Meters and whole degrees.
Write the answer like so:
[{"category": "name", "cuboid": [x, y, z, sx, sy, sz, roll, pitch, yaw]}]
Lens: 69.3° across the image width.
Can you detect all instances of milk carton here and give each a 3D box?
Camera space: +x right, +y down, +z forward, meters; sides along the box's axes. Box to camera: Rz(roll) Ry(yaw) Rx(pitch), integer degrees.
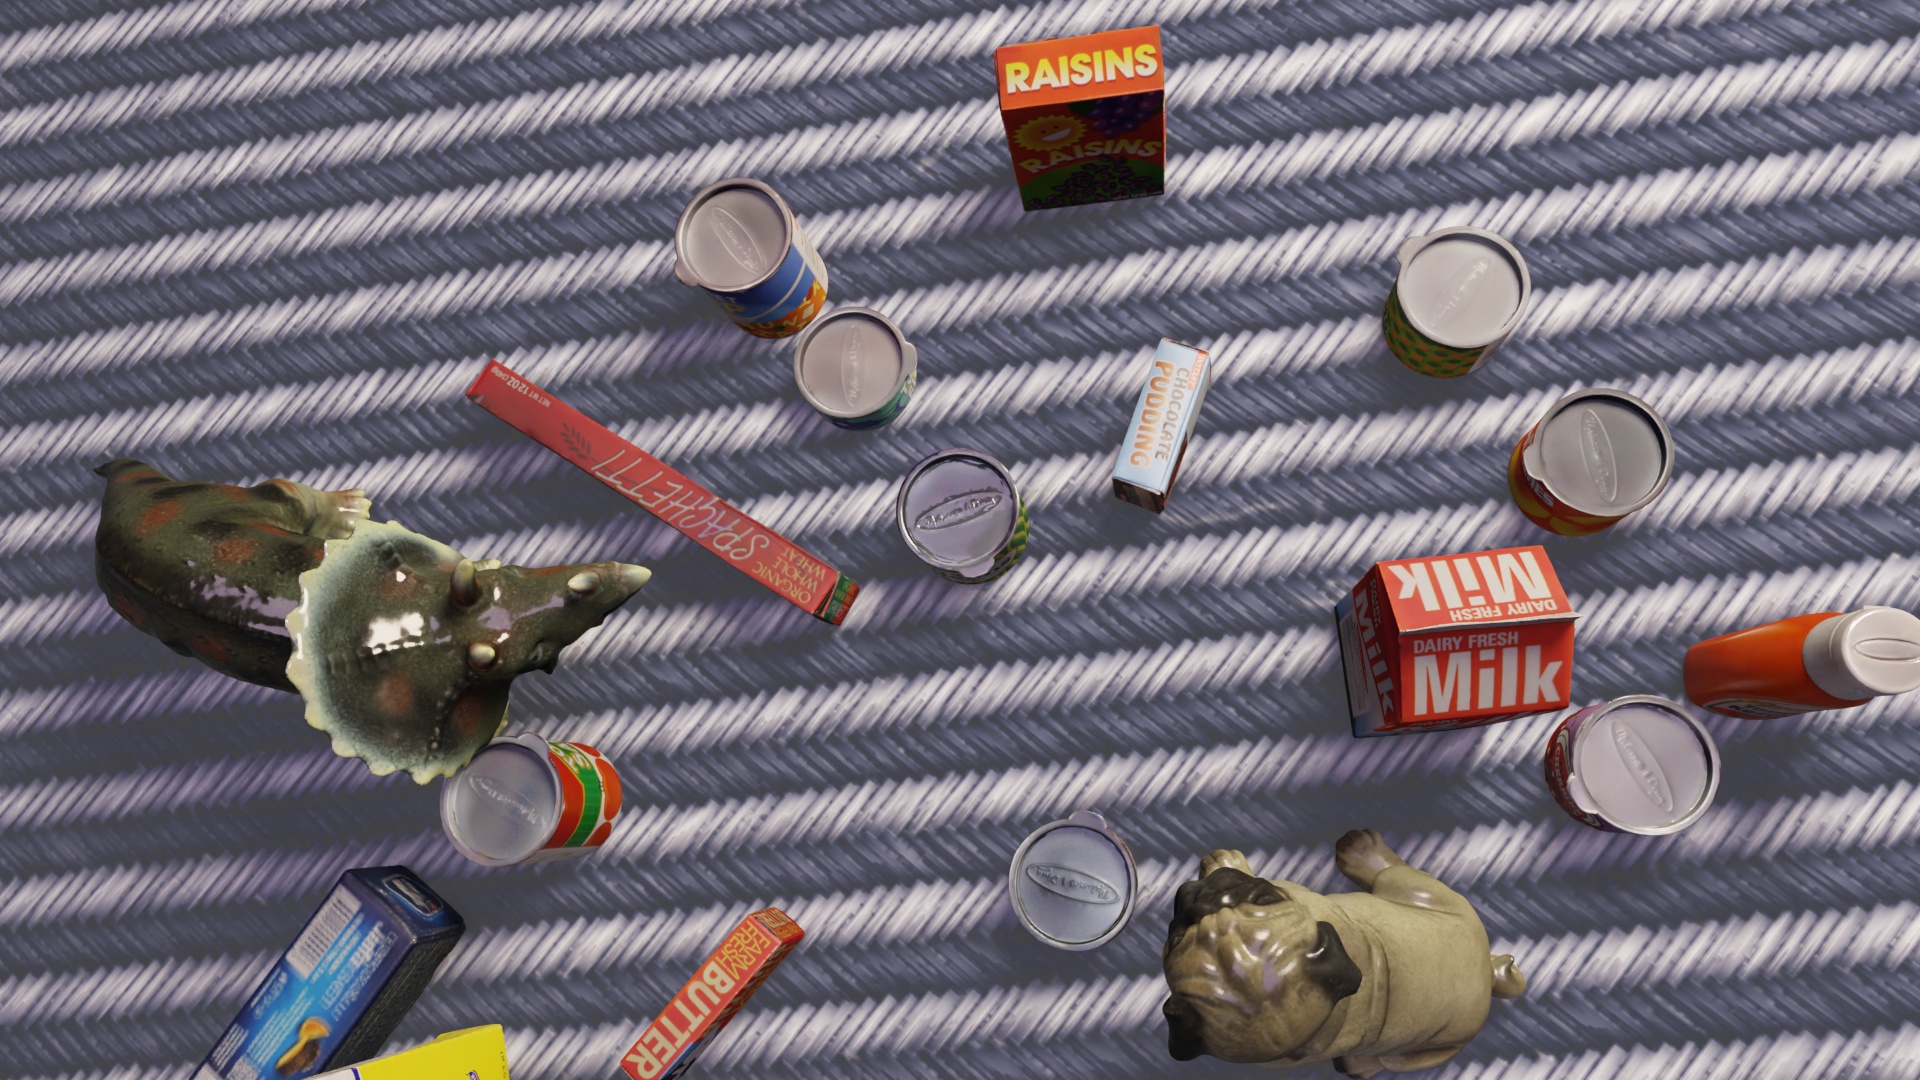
[{"category": "milk carton", "cuboid": [0.225, 0.049, 0.644, 0.072, 0.190, 0.073, -7, 79, 7]}]

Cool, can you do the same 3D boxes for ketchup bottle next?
[{"category": "ketchup bottle", "cuboid": [0.390, 0.057, 0.639, 0.065, 0.148, 0.043, 2, 80, 9]}]

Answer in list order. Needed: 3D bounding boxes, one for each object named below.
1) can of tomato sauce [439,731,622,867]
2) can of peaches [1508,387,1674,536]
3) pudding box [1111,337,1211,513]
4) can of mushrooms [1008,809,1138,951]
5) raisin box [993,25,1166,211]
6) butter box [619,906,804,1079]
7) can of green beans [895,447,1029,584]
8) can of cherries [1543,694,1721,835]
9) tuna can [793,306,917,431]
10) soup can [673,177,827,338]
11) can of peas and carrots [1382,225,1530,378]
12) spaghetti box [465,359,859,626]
[{"category": "can of tomato sauce", "cuboid": [-0.228, 0.138, 0.748, 0.071, 0.083, 0.071, -2, 79, 8]}, {"category": "can of peaches", "cuboid": [0.320, -0.039, 0.715, 0.071, 0.058, 0.071, -2, 79, 8]}, {"category": "pudding box", "cuboid": [0.110, -0.061, 0.755, 0.030, 0.049, 0.084, 19, 82, 11]}, {"category": "can of mushrooms", "cuboid": [0.060, 0.176, 0.723, 0.071, 0.033, 0.071, -2, 79, 8]}, {"category": "raisin box", "cuboid": [0.068, -0.227, 0.755, 0.086, 0.123, 0.040, -5, 79, 8]}, {"category": "butter box", "cuboid": [-0.129, 0.239, 0.729, 0.024, 0.053, 0.103, 41, 87, 13]}, {"category": "can of green beans", "cuboid": [0.002, -0.012, 0.757, 0.071, 0.057, 0.071, -2, 79, 8]}, {"category": "can of cherries", "cuboid": [0.326, 0.112, 0.684, 0.071, 0.058, 0.071, -2, 79, 8]}, {"category": "tuna can", "cuboid": [-0.057, -0.098, 0.795, 0.071, 0.033, 0.071, -2, 79, 8]}, {"category": "soup can", "cuboid": [-0.119, -0.157, 0.790, 0.071, 0.083, 0.071, -2, 79, 8]}, {"category": "can of peas and carrots", "cuboid": [0.260, -0.127, 0.741, 0.071, 0.058, 0.071, -2, 79, 8]}, {"category": "spaghetti box", "cuboid": [-0.168, -0.027, 0.789, 0.250, 0.050, 0.029, 31, 85, 13]}]
